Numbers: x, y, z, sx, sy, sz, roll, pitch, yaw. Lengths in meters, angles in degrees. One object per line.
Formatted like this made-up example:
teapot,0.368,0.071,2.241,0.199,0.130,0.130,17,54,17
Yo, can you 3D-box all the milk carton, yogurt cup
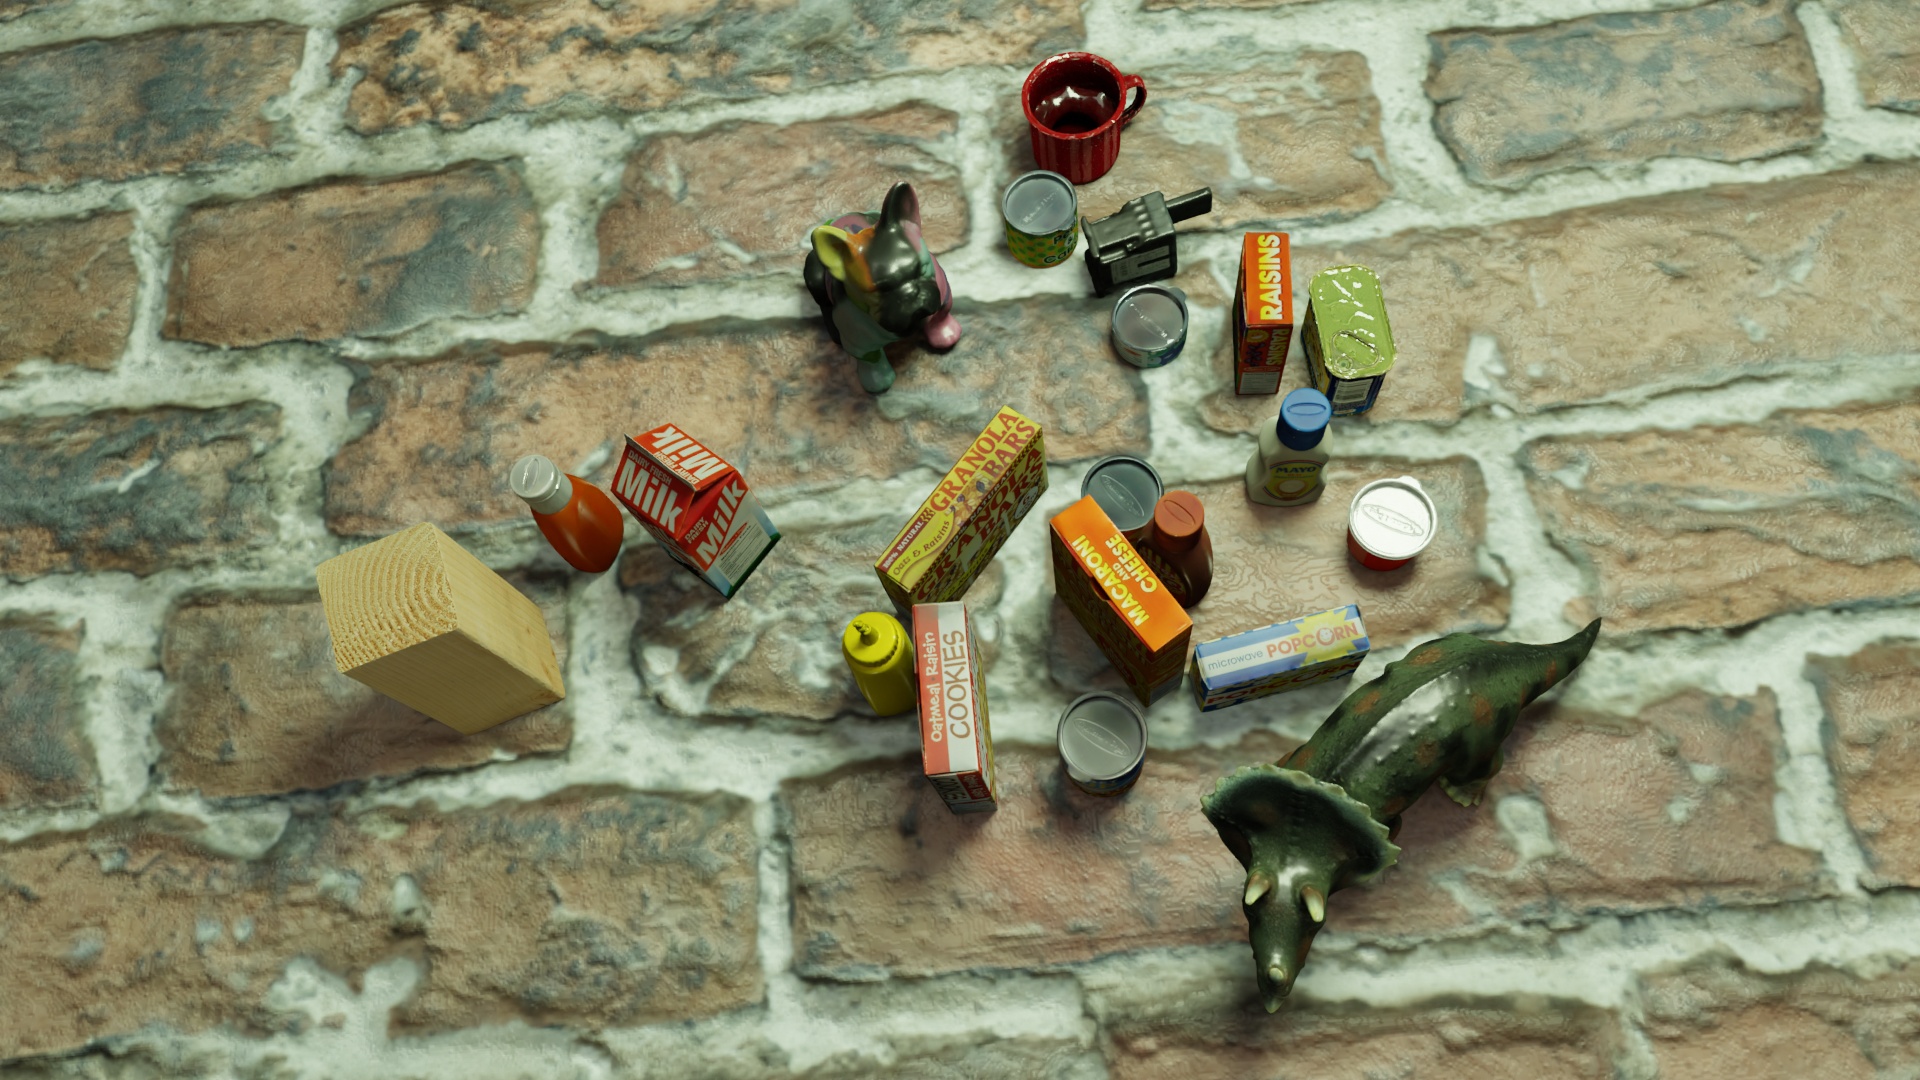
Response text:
milk carton,-0.211,-0.027,1.096,0.072,0.190,0.073,34,77,17
yogurt cup,0.339,-0.009,1.104,0.072,0.053,0.072,-2,70,5

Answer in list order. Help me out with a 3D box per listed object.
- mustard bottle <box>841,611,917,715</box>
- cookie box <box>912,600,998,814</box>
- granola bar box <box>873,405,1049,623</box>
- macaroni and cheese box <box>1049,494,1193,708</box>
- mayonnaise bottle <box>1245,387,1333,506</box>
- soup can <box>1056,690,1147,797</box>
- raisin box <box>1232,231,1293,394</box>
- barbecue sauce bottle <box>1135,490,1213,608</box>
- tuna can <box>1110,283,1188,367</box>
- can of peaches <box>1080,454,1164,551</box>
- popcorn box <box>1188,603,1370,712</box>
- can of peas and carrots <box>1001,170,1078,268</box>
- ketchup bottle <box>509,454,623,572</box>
mustard bottle,-0.060,0.088,1.053,0.049,0.159,0.065,-17,69,0
cookie box,-0.004,0.128,1.028,0.040,0.167,0.123,-7,69,4
granola bar box,0.004,-0.014,1.104,0.039,0.124,0.166,35,77,17
macaroni and cheese box,0.119,0.050,1.045,0.040,0.166,0.124,-35,70,-7
mayonnaise bottle,0.260,-0.071,1.085,0.065,0.147,0.041,-1,70,6
soup can,0.106,0.158,1.050,0.071,0.083,0.071,-2,70,6
raisin box,0.247,-0.185,1.142,0.040,0.123,0.086,1,70,7
barbecue sauce bottle,0.165,0.004,1.067,0.065,0.148,0.044,41,79,18
tuna can,0.165,-0.187,1.200,0.071,0.032,0.071,-2,69,5
can of peaches,0.130,-0.027,1.131,0.071,0.058,0.071,-2,70,5
popcorn box,0.241,0.091,1.060,0.127,0.085,0.038,-15,69,1
can of peas and carrots,0.073,-0.283,1.232,0.071,0.058,0.071,-2,70,5
ketchup bottle,-0.319,-0.025,1.129,0.043,0.148,0.065,6,71,8
